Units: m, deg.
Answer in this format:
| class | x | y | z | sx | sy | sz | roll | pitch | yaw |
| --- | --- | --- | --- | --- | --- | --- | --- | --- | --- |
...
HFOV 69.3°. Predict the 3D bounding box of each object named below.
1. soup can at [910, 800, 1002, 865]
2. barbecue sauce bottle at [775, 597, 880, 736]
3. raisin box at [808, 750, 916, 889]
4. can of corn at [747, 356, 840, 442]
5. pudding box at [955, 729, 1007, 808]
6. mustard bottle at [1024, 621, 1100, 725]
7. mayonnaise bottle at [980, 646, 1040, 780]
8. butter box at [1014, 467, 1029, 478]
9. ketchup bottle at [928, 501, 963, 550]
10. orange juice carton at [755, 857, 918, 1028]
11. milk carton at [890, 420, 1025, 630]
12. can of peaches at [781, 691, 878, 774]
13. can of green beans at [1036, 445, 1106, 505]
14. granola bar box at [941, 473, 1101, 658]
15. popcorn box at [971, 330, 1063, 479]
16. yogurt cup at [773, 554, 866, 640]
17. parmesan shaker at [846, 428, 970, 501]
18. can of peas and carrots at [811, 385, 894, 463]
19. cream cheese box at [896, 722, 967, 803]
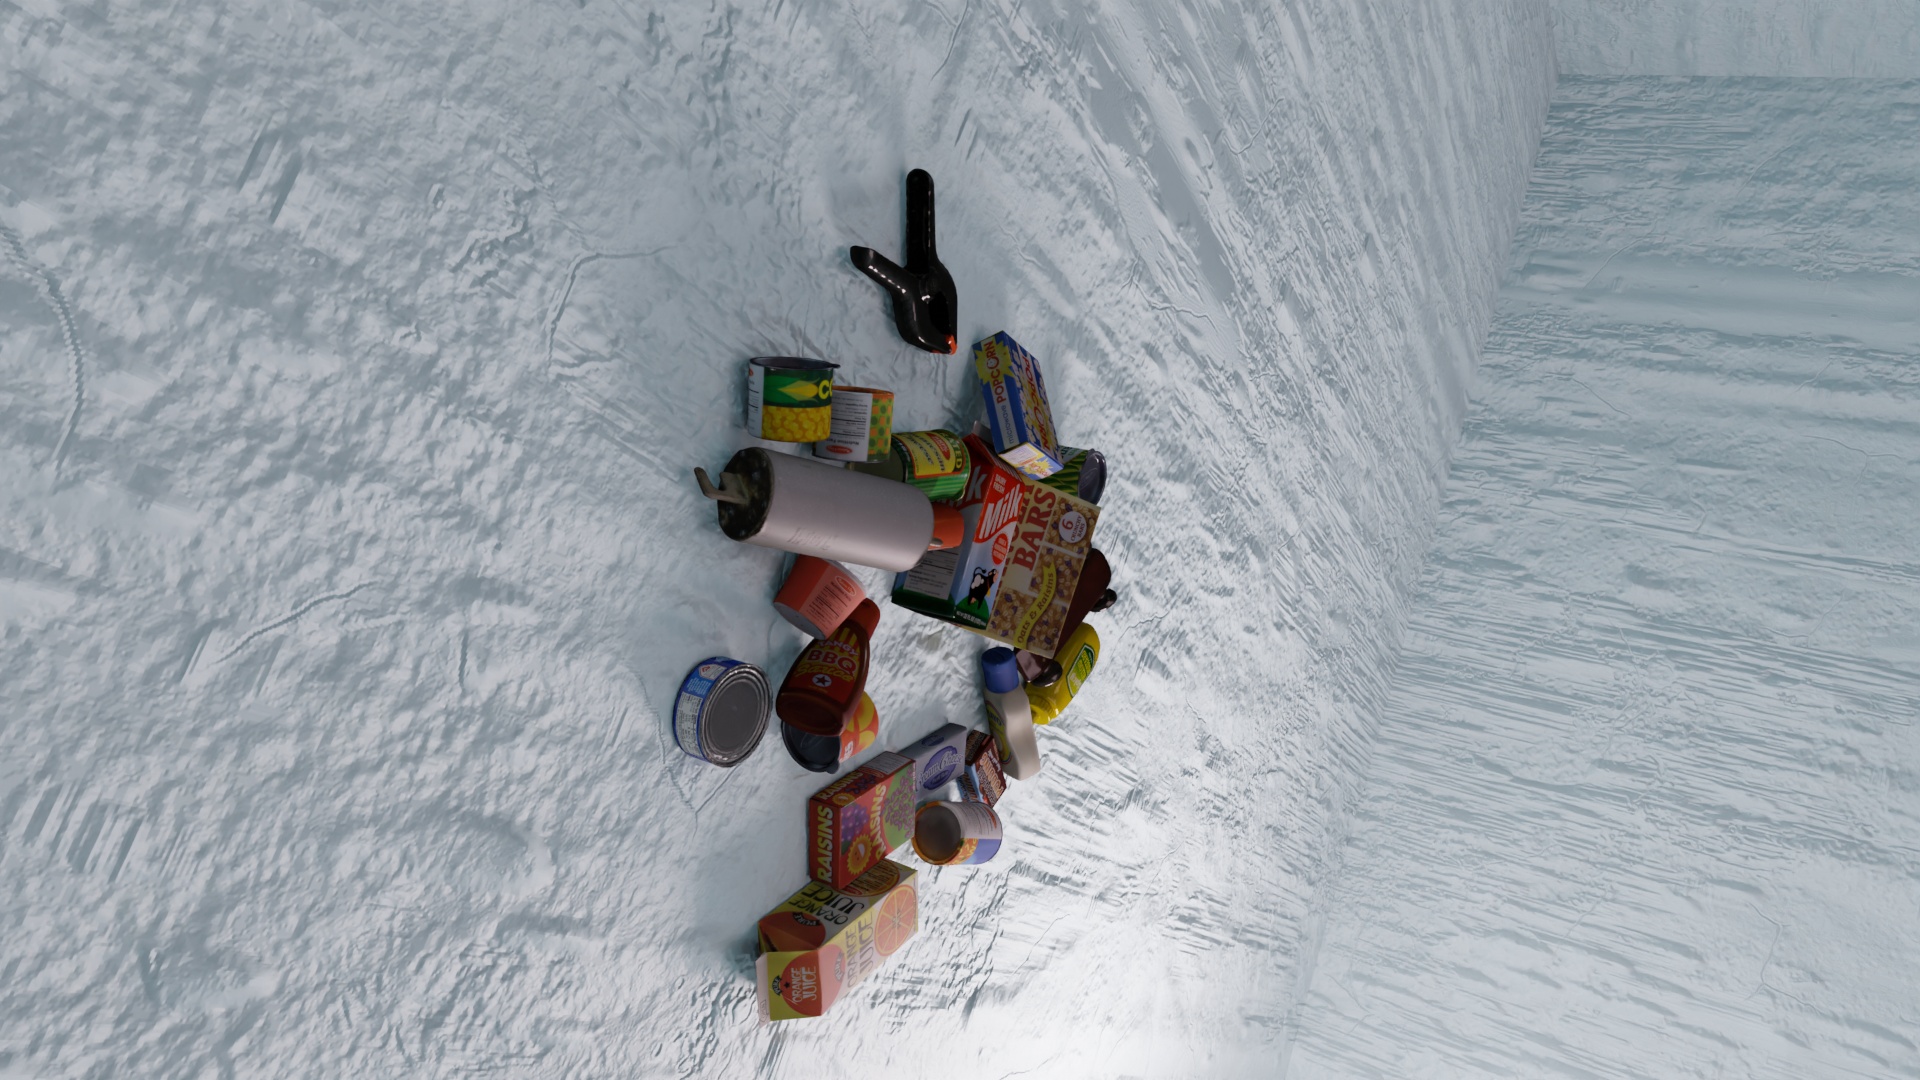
| class | x | y | z | sx | sy | sz | roll | pitch | yaw |
| --- | --- | --- | --- | --- | --- | --- | --- | --- | --- |
| soup can | -0.006 | 0.307 | 1.447 | 0.084 | 0.071 | 0.071 | 20 | 83 | -58 |
| barbecue sauce bottle | -0.106 | 0.104 | 1.196 | 0.149 | 0.065 | 0.043 | -67 | 172 | -54 |
| raisin box | -0.092 | 0.262 | 1.315 | 0.124 | 0.040 | 0.085 | -24 | 121 | -55 |
| can of corn | -0.131 | -0.111 | 1.091 | 0.071 | 0.071 | 0.058 | -17 | 116 | -55 |
| pudding box | 0.020 | 0.253 | 1.503 | 0.050 | 0.030 | 0.083 | -48 | 138 | -38 |
| mustard bottle | 0.108 | 0.164 | 1.597 | 0.161 | 0.049 | 0.065 | -55 | 140 | -34 |
| mayonnaise bottle | 0.051 | 0.185 | 1.503 | 0.041 | 0.065 | 0.147 | -23 | 119 | -21 |
| butter box | 0.056 | -0.080 | 1.453 | 0.053 | 0.024 | 0.103 | -13 | 111 | -56 |
| ketchup bottle | -0.067 | -0.008 | 1.245 | 0.149 | 0.065 | 0.043 | -8 | 104 | -48 |
| orange juice carton | -0.122 | 0.364 | 1.269 | 0.193 | 0.073 | 0.071 | -27 | 123 | -52 |
| milk carton | 0.005 | -0.017 | 1.343 | 0.072 | 0.073 | 0.190 | 27 | 77 | -59 |
| can of peaches | -0.112 | 0.164 | 1.218 | 0.058 | 0.071 | 0.071 | -23 | 119 | -55 |
| can of green beans | 0.120 | -0.070 | 1.528 | 0.071 | 0.058 | 0.071 | -27 | 123 | -52 |
| granola bar box | 0.060 | 0.023 | 1.416 | 0.124 | 0.039 | 0.165 | 21 | 85 | -24 |
| popcorn box | 0.057 | -0.132 | 1.367 | 0.085 | 0.038 | 0.127 | 28 | 45 | -58 |
| yogurt cup | -0.121 | 0.047 | 1.172 | 0.054 | 0.072 | 0.072 | -56 | 143 | -19 |
| parmesan shaker | -0.044 | -0.063 | 1.248 | 0.103 | 0.071 | 0.071 | -11 | 110 | -57 |
| can of peas and carrots | -0.090 | -0.099 | 1.169 | 0.071 | 0.071 | 0.058 | -11 | 110 | -57 |
| cream cheese box | -0.030 | 0.228 | 1.418 | 0.104 | 0.024 | 0.053 | -21 | 117 | -55 |
